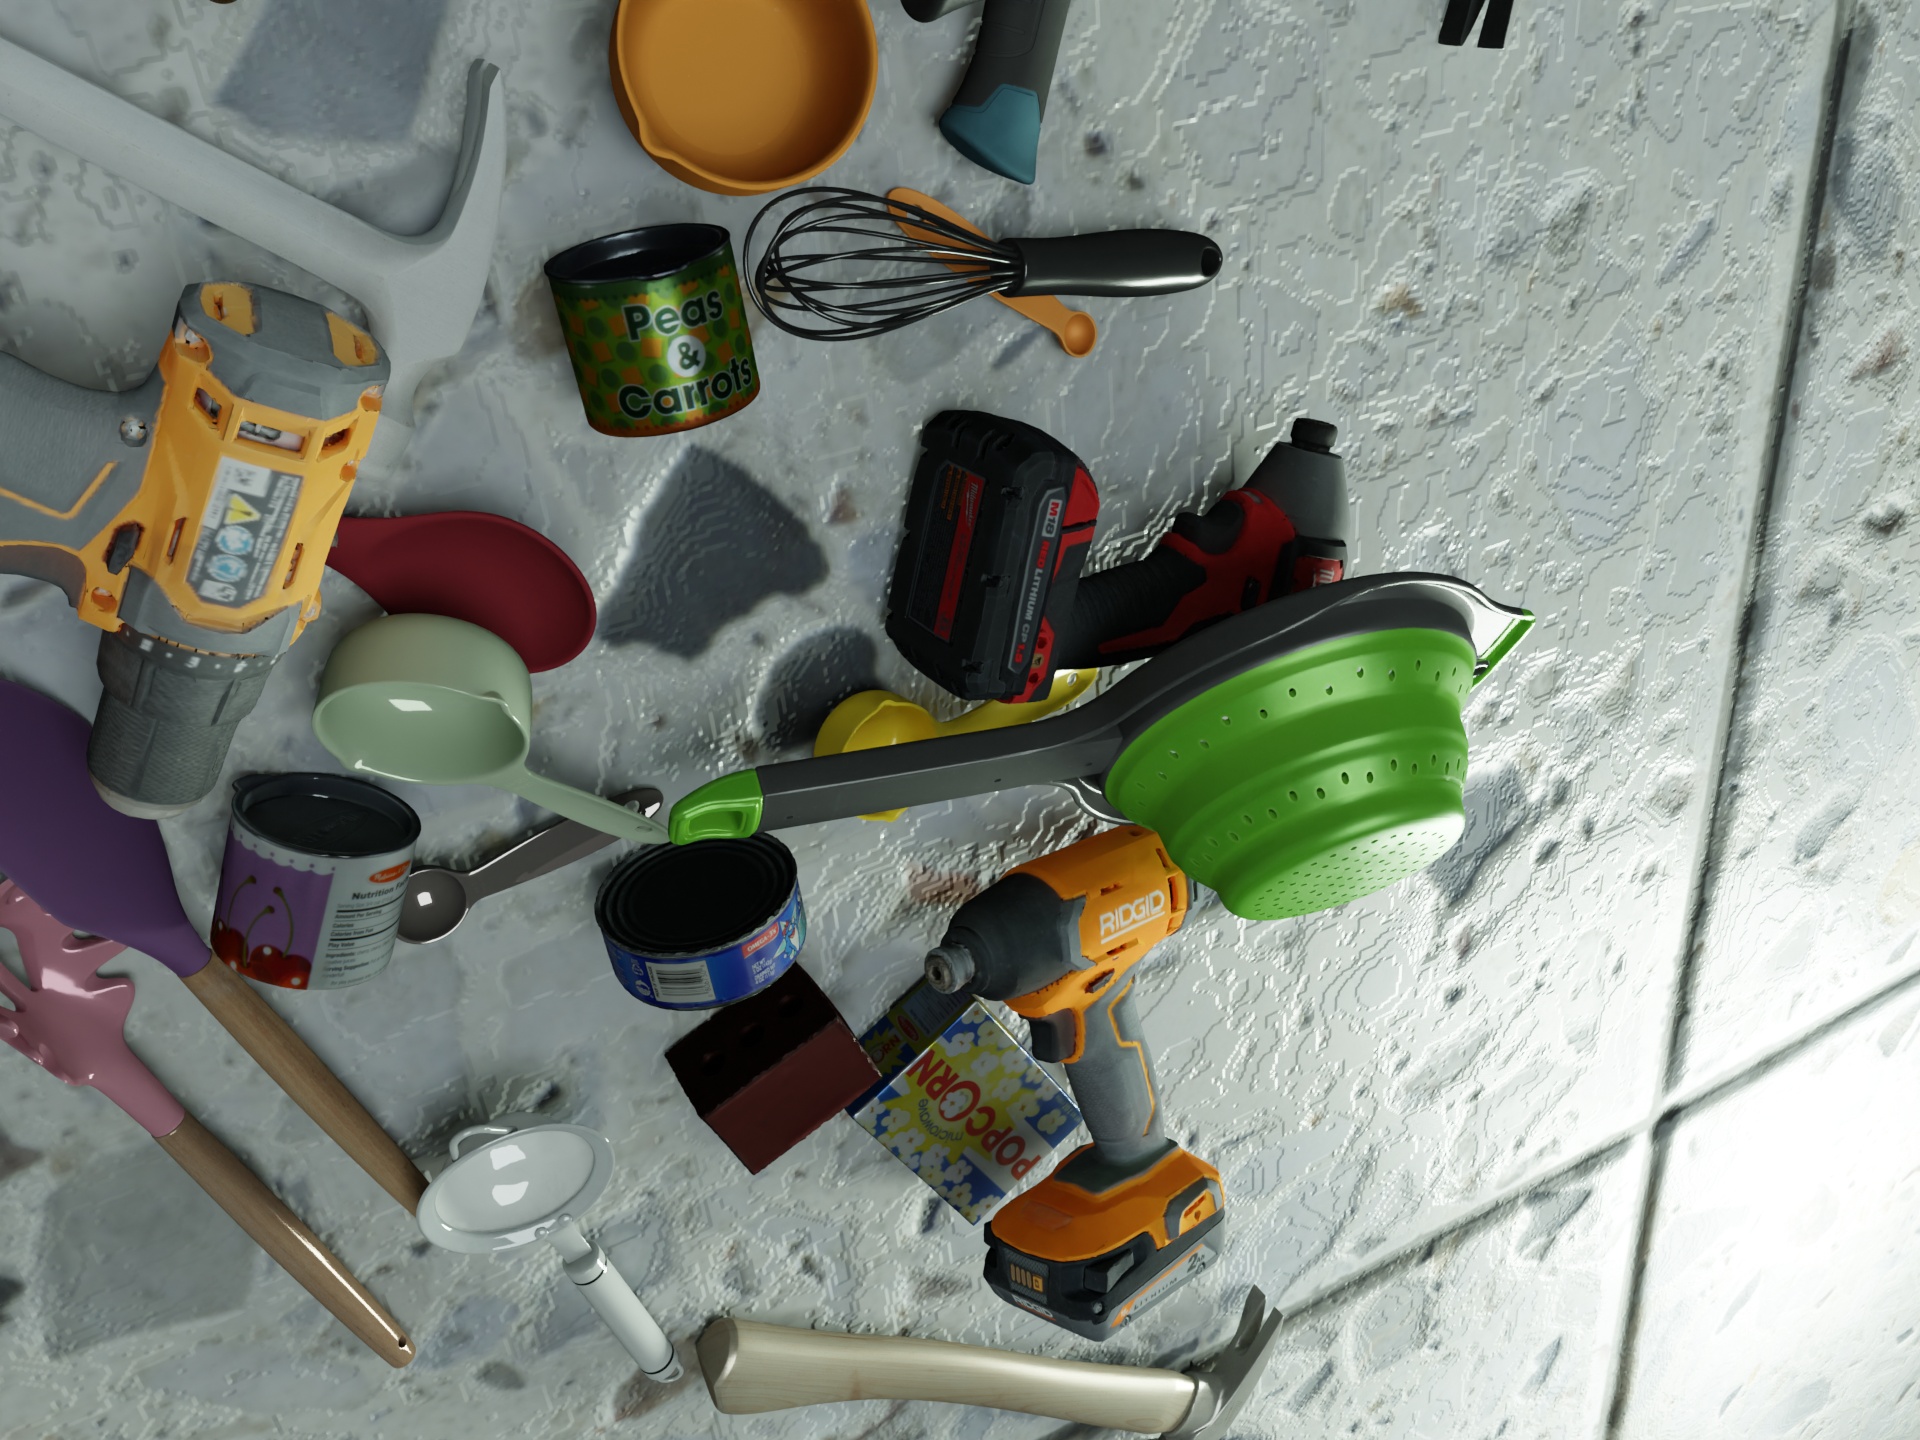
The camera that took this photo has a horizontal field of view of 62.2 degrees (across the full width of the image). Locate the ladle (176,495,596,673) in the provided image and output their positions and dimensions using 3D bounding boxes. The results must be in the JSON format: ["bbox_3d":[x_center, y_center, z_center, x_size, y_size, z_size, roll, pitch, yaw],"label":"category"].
[{"bbox_3d":[-0.273,-0.076,0.533,0.315,0.031,0.069,16,125,-33],"label":"ladle"}]

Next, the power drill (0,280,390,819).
[{"bbox_3d":[-0.305,-0.060,0.467,0.226,0.084,0.185,12,119,-34],"label":"power drill"}]

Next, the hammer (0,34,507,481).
[{"bbox_3d":[-0.317,-0.210,0.433,0.405,0.035,0.144,23,101,-37],"label":"hammer"}]

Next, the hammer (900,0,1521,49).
[{"bbox_3d":[0.115,-0.309,0.604,0.335,0.035,0.146,-27,127,-29],"label":"hammer"}]

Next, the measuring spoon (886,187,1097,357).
[{"bbox_3d":[0.013,-0.185,0.658,0.116,0.011,0.021,27,84,-34],"label":"measuring spoon"}]

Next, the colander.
[{"bbox_3d":[0.079,0.040,0.682,0.397,0.095,0.204,-9,155,-18],"label":"colander"}]

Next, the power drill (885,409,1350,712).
[{"bbox_3d":[0.086,-0.074,0.716,0.219,0.079,0.143,1,111,-34],"label":"power drill"}]

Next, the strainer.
[{"bbox_3d":[-0.181,0.249,0.746,0.087,0.050,0.258,-26,130,-10],"label":"strainer"}]

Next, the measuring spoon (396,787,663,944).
[{"bbox_3d":[-0.182,0.055,0.665,0.124,0.018,0.034,-26,124,-26],"label":"measuring spoon"}]

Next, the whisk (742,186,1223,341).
[{"bbox_3d":[0.019,-0.183,0.630,0.239,0.055,0.055,-13,121,-37],"label":"whisk"}]

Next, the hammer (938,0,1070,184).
[{"bbox_3d":[0.047,-0.366,0.570,0.128,0.033,0.331,2,113,-30],"label":"hammer"}]

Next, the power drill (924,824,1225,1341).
[{"bbox_3d":[0.054,0.175,0.775,0.164,0.084,0.226,-15,104,-42],"label":"power drill"}]

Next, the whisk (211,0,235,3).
[{"bbox_3d":[-0.135,-0.299,0.466,0.047,0.051,0.245,44,82,-20],"label":"whisk"}]

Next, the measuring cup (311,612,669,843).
[{"bbox_3d":[-0.172,0.007,0.621,0.083,0.038,0.167,-20,148,28],"label":"measuring cup"}]

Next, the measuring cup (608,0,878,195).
[{"bbox_3d":[-0.104,-0.254,0.533,0.095,0.052,0.173,-45,109,-4],"label":"measuring cup"}]

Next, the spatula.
[{"bbox_3d":[-0.282,0.108,0.619,0.060,0.018,0.315,-68,147,-43],"label":"spatula"}]

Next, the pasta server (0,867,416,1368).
[{"bbox_3d":[-0.298,0.178,0.641,0.040,0.060,0.315,-7,129,19],"label":"pasta server"}]

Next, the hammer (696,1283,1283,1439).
[{"bbox_3d":[0.029,0.382,0.940,0.410,0.038,0.146,24,99,-36],"label":"hammer"}]

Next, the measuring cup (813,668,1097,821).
[{"bbox_3d":[-0.001,-0.002,0.739,0.156,0.029,0.062,-23,125,-33],"label":"measuring cup"}]
